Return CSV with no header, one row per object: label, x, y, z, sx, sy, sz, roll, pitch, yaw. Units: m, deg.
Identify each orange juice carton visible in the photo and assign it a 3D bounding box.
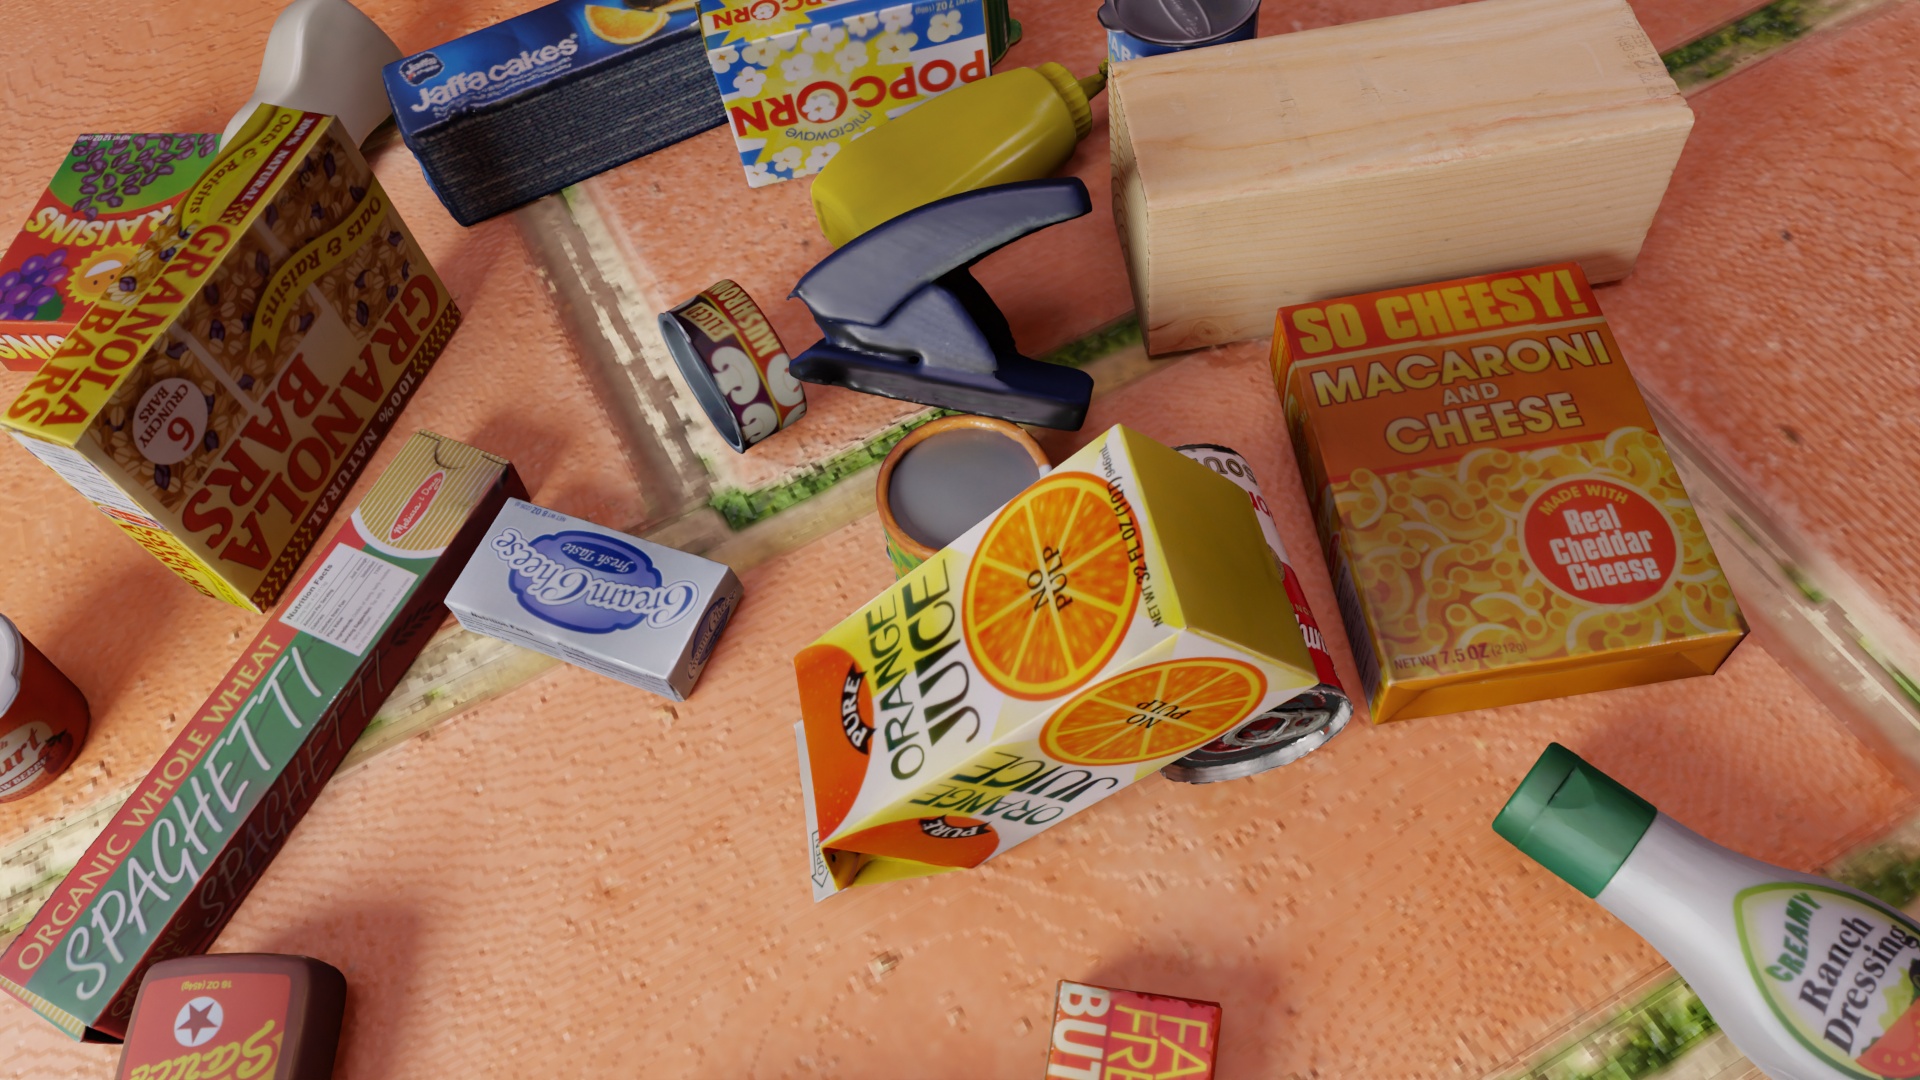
orange juice carton,0.010,0.050,0.453,0.192,0.073,0.072,-35,52,31

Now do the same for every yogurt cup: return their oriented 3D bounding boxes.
yogurt cup,-0.375,0.066,0.529,0.072,0.053,0.073,-3,58,5

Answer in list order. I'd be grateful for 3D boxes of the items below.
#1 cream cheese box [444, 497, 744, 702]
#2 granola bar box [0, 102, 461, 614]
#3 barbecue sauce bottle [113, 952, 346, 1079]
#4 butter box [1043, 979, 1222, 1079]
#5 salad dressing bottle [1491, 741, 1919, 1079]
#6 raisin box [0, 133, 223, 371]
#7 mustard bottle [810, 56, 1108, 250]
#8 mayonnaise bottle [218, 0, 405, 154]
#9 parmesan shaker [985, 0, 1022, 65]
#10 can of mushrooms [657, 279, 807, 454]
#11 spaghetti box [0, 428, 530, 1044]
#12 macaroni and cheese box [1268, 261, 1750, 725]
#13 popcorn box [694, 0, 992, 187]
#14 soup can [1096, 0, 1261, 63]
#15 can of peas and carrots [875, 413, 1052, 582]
cream cheese box,-0.143,0.022,0.546,0.104,0.024,0.053,16,63,16
granola bar box,-0.282,-0.072,0.561,0.039,0.123,0.166,14,61,15
barbecue sauce bottle,-0.239,0.208,0.433,0.065,0.043,0.149,-3,59,4
butter box,0.048,0.189,0.421,0.053,0.024,0.104,7,60,12
salad dressing bottle,0.239,0.120,0.429,0.148,0.043,0.064,35,70,24
raisin box,-0.402,-0.139,0.667,0.086,0.040,0.124,2,58,8
mustard bottle,0.011,-0.178,0.635,0.161,0.048,0.065,-34,63,-14
mayonnaise bottle,-0.326,-0.196,0.681,0.041,0.064,0.149,-2,60,31
parmesan shaker,-0.009,-0.285,0.671,0.071,0.102,0.071,-3,58,5
can of mushrooms,-0.094,-0.073,0.571,0.033,0.070,0.071,-32,60,-14
spaghetti box,-0.257,0.065,0.530,0.050,0.028,0.251,19,63,18
macaroni and cheese box,0.196,-0.022,0.523,0.124,0.040,0.167,-8,59,2
popcorn box,-0.050,-0.220,0.647,0.127,0.085,0.038,-14,59,-2
soup can,0.097,-0.211,0.625,0.071,0.083,0.071,-3,58,5
can of peas and carrots,0.002,-0.007,0.526,0.071,0.058,0.071,-3,58,5
